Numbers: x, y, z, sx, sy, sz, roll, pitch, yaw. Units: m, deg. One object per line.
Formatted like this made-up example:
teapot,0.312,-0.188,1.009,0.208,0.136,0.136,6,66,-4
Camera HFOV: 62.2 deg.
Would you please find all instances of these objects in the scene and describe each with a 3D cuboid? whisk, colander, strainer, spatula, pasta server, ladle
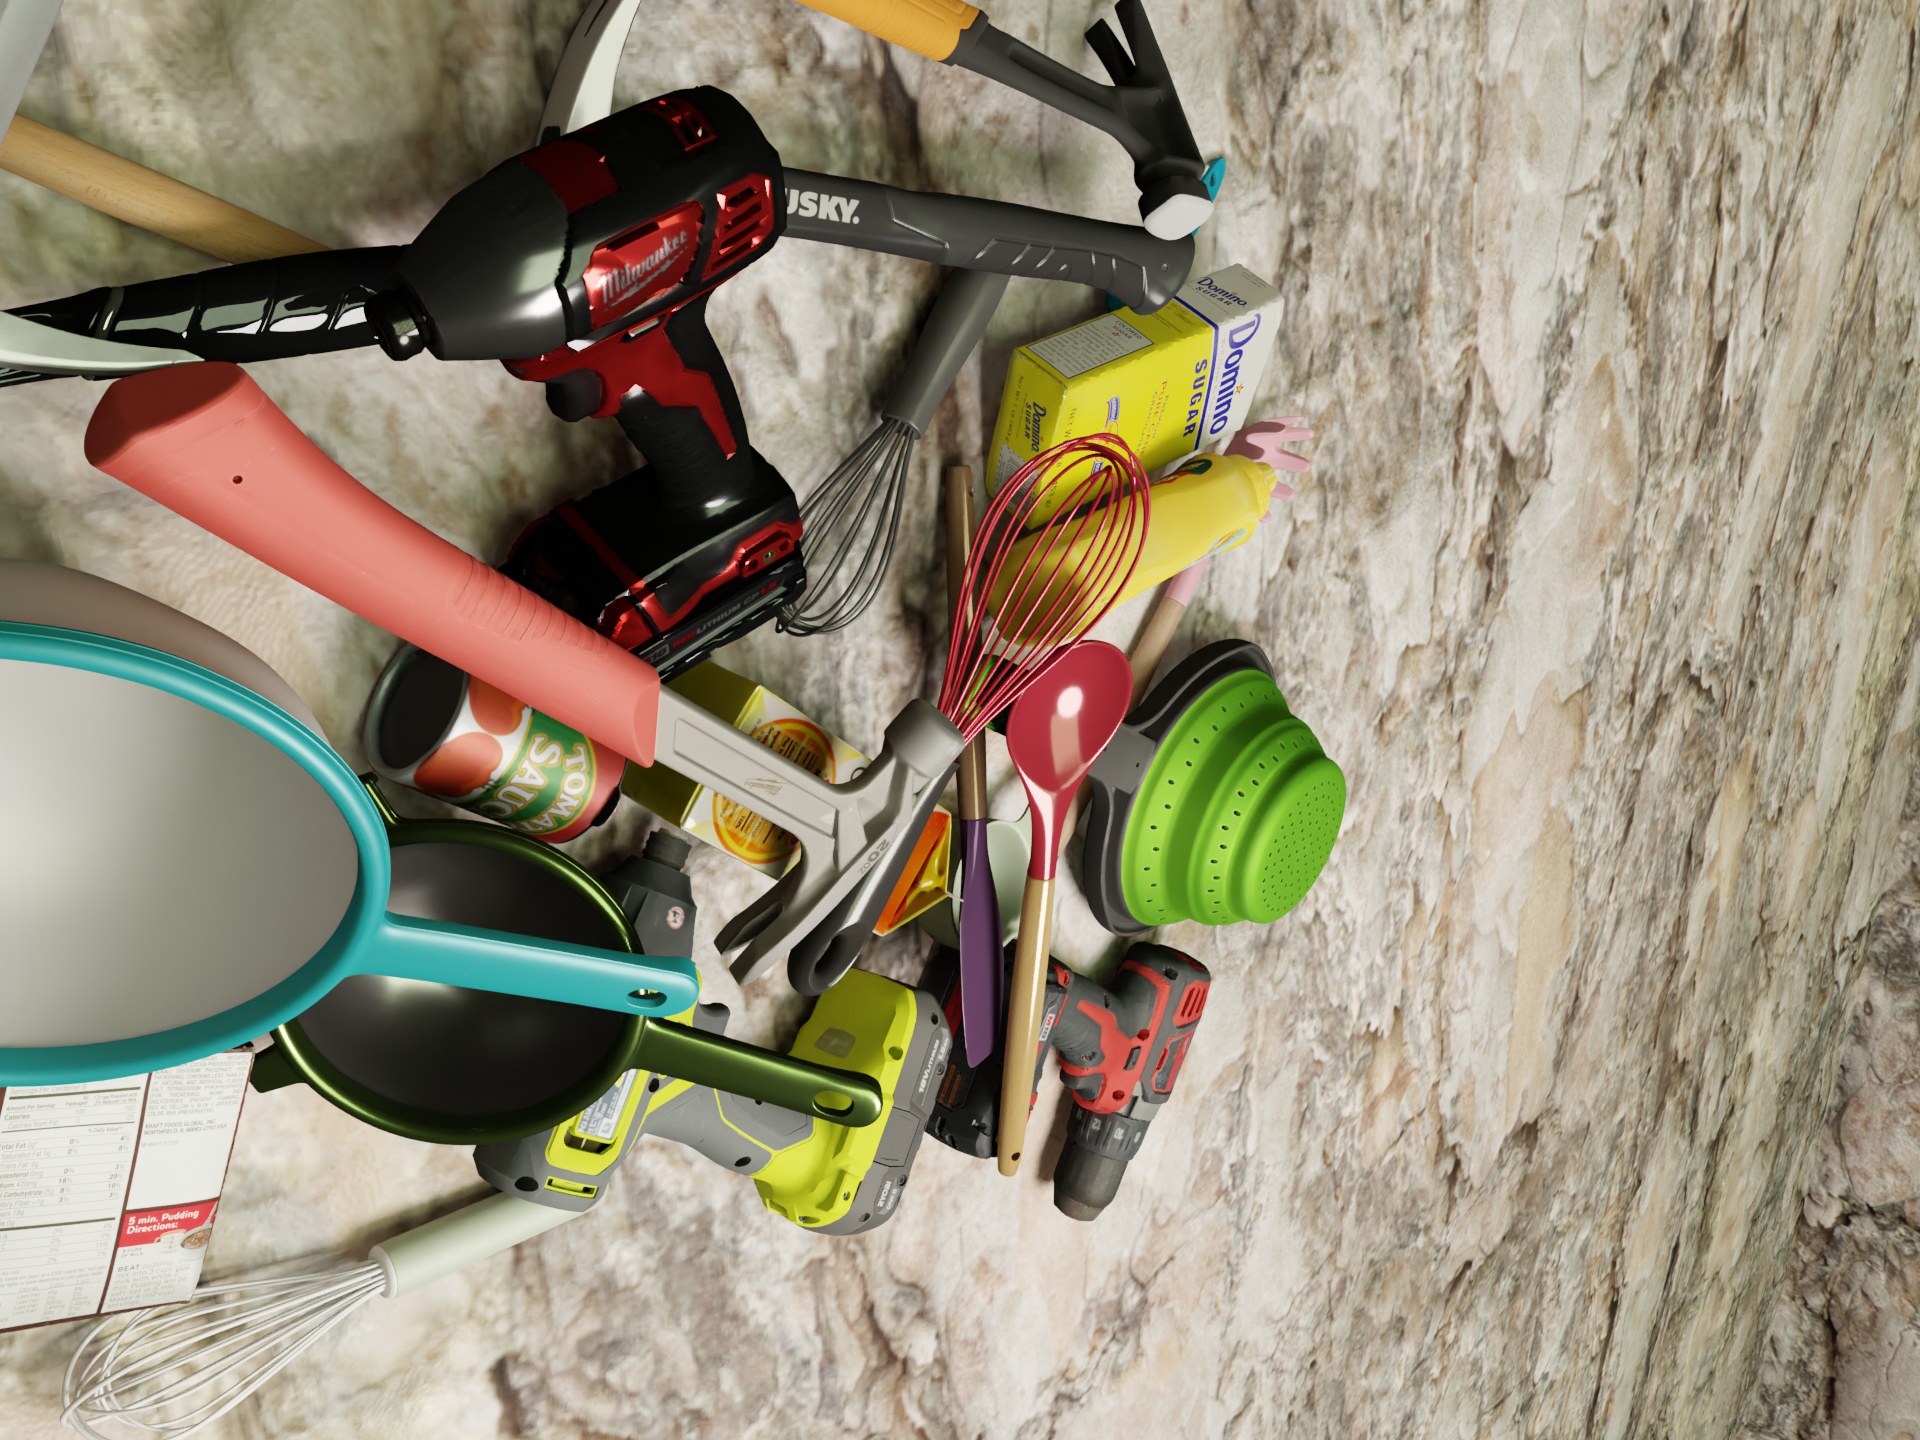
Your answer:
whisk,-0.260,0.246,0.696,0.246,0.058,0.059,-14,151,-45
whisk,-0.001,-0.002,0.734,0.073,0.073,0.296,28,92,-47
colander,0.132,0.040,0.922,0.396,0.095,0.204,25,91,-55
whisk,-0.027,-0.143,0.759,0.055,0.055,0.239,38,74,-47
strainer,-0.152,0.111,0.663,0.256,0.069,0.151,20,111,-15
strainer,-0.243,0.036,0.539,0.340,0.095,0.211,18,127,-36
spatula,0.007,0.025,0.838,0.060,0.018,0.316,-21,110,-65
pasta server,0.123,-0.045,0.959,0.060,0.040,0.316,32,84,-56
ladle,0.041,0.104,0.828,0.069,0.031,0.315,-5,113,-26

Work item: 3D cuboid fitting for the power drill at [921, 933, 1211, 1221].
power drill,0.059,0.223,0.983,0.226,0.080,0.188,17,94,-50

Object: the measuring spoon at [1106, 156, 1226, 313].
measuring spoon,0.111,-0.265,0.874,0.129,0.021,0.042,-60,151,-21

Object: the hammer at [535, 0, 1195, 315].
hammer,-0.025,-0.226,0.703,0.334,0.035,0.146,-4,109,-36

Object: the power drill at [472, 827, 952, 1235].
power drill,-0.110,0.162,0.781,0.223,0.080,0.171,31,75,-44

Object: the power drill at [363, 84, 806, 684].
power drill,-0.128,-0.110,0.584,0.143,0.079,0.219,-34,152,-23

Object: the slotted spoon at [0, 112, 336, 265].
slotted spoon,-0.289,-0.175,0.496,0.313,0.031,0.070,15,105,-49

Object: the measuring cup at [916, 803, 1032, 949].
measuring cup,0.024,0.057,0.912,0.168,0.038,0.083,-59,137,-31

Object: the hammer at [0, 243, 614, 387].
hammer,-0.287,-0.111,0.494,0.409,0.036,0.149,-21,125,-33

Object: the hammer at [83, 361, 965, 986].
hammer,-0.145,-0.009,0.577,0.149,0.037,0.358,-47,139,7

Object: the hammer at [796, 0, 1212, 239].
hammer,-0.017,-0.298,0.658,0.336,0.034,0.127,3,66,-46

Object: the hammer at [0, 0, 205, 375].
hammer,-0.228,-0.292,0.458,0.144,0.035,0.405,25,80,-39
